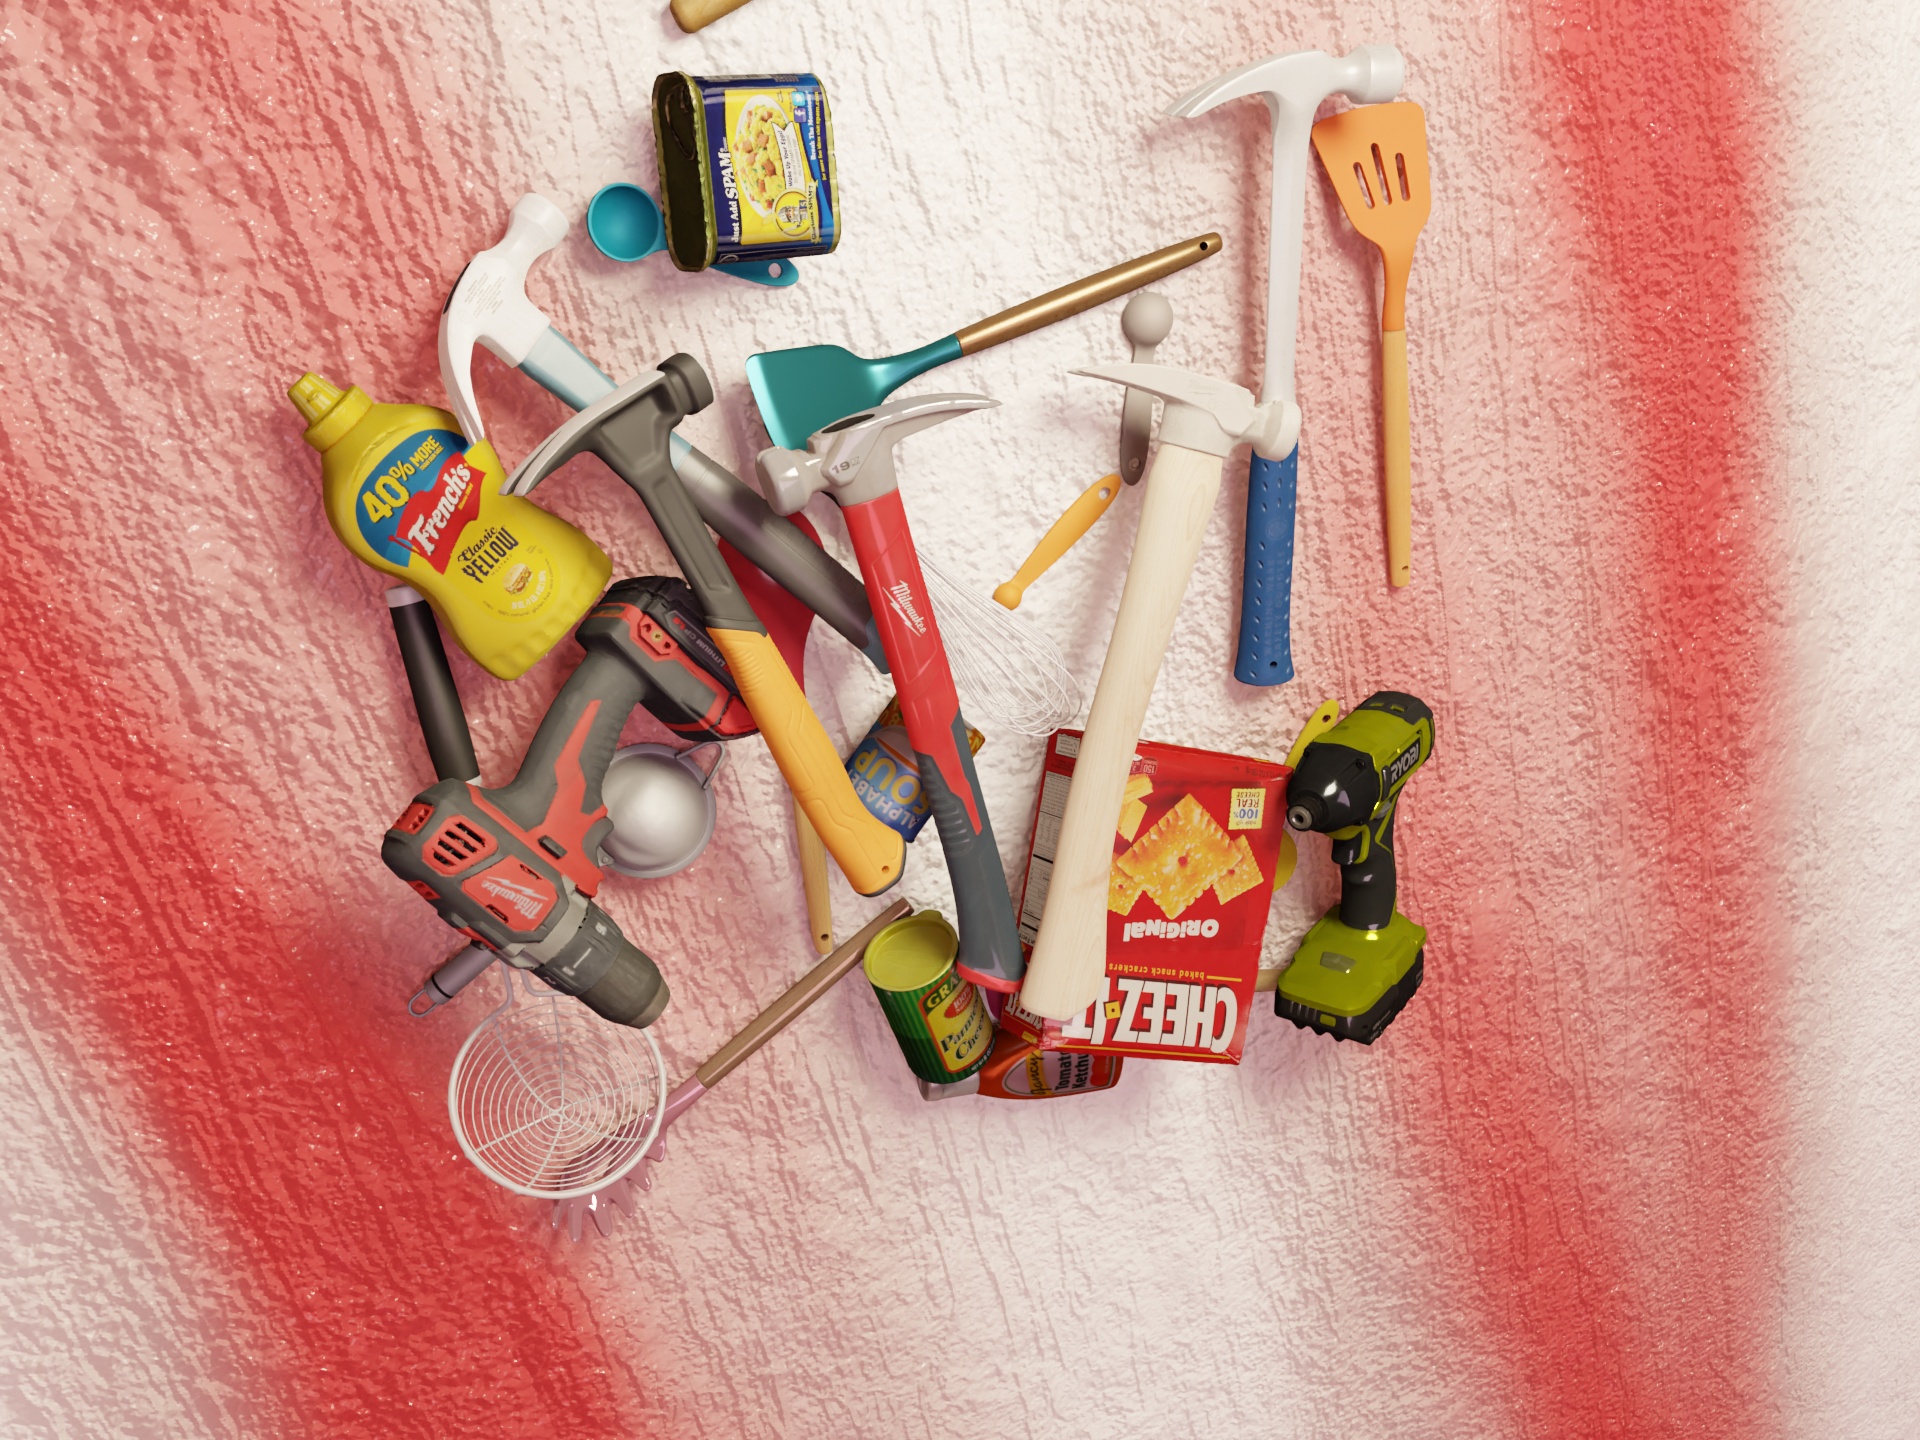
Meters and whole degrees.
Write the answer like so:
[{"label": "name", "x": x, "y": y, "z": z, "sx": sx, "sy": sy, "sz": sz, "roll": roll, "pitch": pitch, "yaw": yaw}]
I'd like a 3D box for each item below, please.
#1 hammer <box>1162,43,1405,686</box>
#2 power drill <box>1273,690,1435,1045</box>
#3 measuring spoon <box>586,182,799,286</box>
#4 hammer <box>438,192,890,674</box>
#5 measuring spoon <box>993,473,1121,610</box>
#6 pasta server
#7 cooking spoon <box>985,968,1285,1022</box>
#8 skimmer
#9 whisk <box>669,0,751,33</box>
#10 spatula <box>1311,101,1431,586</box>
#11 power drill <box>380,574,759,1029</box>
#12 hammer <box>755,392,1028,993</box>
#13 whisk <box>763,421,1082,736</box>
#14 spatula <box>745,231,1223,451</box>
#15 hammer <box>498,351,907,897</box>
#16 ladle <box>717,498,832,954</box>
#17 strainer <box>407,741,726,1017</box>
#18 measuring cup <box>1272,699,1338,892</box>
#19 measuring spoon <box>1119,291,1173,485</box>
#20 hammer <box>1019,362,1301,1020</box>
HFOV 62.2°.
[{"label": "hammer", "x": 0.198, "y": -0.211, "z": 1.021, "sx": 0.144, "sy": 0.035, "sz": 0.405, "roll": -10, "pitch": 117, "yaw": -14}, {"label": "power drill", "x": 0.277, "y": 0.109, "z": 1.133, "sx": 0.171, "sy": 0.080, "sz": 0.223, "roll": -31, "pitch": 125, "yaw": -46}, {"label": "measuring spoon", "x": -0.153, "y": -0.269, "z": 0.904, "sx": 0.128, "sy": 0.021, "sz": 0.042, "roll": 9, "pitch": 97, "yaw": -32}, {"label": "hammer", "x": -0.151, "y": -0.139, "z": 0.911, "sx": 0.330, "sy": 0.033, "sz": 0.128, "roll": 39, "pitch": 74, "yaw": -24}, {"label": "measuring spoon", "x": 0.065, "y": -0.116, "z": 1.039, "sx": 0.117, "sy": 0.011, "sz": 0.021, "roll": -47, "pitch": 118, "yaw": 2}, {"label": "pasta server", "x": -0.152, "y": 0.232, "z": 1.079, "sx": 0.316, "sy": 0.040, "sz": 0.060, "roll": -40, "pitch": 130, "yaw": -3}, {"label": "cooking spoon", "x": 0.161, "y": 0.194, "z": 1.175, "sx": 0.318, "sy": 0.069, "sz": 0.017, "roll": 3, "pitch": 152, "yaw": -26}, {"label": "skimmer", "x": -0.268, "y": 0.098, "z": 0.927, "sx": 0.127, "sy": 0.090, "sz": 0.363, "roll": -18, "pitch": 105, "yaw": -24}, {"label": "whisk", "x": -0.047, "y": -0.437, "z": 0.862, "sx": 0.245, "sy": 0.051, "sz": 0.047, "roll": -31, "pitch": 123, "yaw": -3}, {"label": "spatula", "x": 0.287, "y": -0.241, "z": 1.068, "sx": 0.081, "sy": 0.041, "sz": 0.322, "roll": -16, "pitch": 118, "yaw": -12}, {"label": "power drill", "x": -0.195, "y": 0.049, "z": 0.920, "sx": 0.187, "sy": 0.080, "sz": 0.227, "roll": 46, "pitch": 65, "yaw": -27}, {"label": "hammer", "x": -0.002, "y": -0.003, "z": 0.968, "sx": 0.143, "sy": 0.038, "sz": 0.386, "roll": -23, "pitch": 116, "yaw": -15}, {"label": "whisk", "x": -0.024, "y": -0.091, "z": 0.996, "sx": 0.070, "sy": 0.070, "sz": 0.284, "roll": -44, "pitch": 112, "yaw": 0}, {"label": "spatula", "x": 0.025, "y": -0.235, "z": 0.962, "sx": 0.317, "sy": 0.044, "sz": 0.082, "roll": -25, "pitch": 102, "yaw": -11}, {"label": "hammer", "x": -0.122, "y": -0.029, "z": 0.897, "sx": 0.127, "sy": 0.034, "sz": 0.336, "roll": -42, "pitch": 120, "yaw": -26}, {"label": "ladle", "x": -0.105, "y": 0.014, "z": 1.021, "sx": 0.069, "sy": 0.031, "sz": 0.315, "roll": -12, "pitch": 115, "yaw": -17}, {"label": "strainer", "x": -0.247, "y": 0.102, "z": 0.995, "sx": 0.258, "sy": 0.050, "sz": 0.087, "roll": -41, "pitch": 102, "yaw": 2}, {"label": "measuring cup", "x": 0.241, "y": 0.058, "z": 1.157, "sx": 0.062, "sy": 0.029, "sz": 0.156, "roll": 19, "pitch": 104, "yaw": -25}, {"label": "measuring spoon", "x": 0.118, "y": -0.210, "z": 1.019, "sx": 0.034, "sy": 0.018, "sz": 0.124, "roll": -4, "pitch": 112, "yaw": -19}, {"label": "hammer", "x": 0.092, "y": -0.014, "z": 0.992, "sx": 0.146, "sy": 0.038, "sz": 0.410, "roll": 12, "pitch": 97, "yaw": -14}]
